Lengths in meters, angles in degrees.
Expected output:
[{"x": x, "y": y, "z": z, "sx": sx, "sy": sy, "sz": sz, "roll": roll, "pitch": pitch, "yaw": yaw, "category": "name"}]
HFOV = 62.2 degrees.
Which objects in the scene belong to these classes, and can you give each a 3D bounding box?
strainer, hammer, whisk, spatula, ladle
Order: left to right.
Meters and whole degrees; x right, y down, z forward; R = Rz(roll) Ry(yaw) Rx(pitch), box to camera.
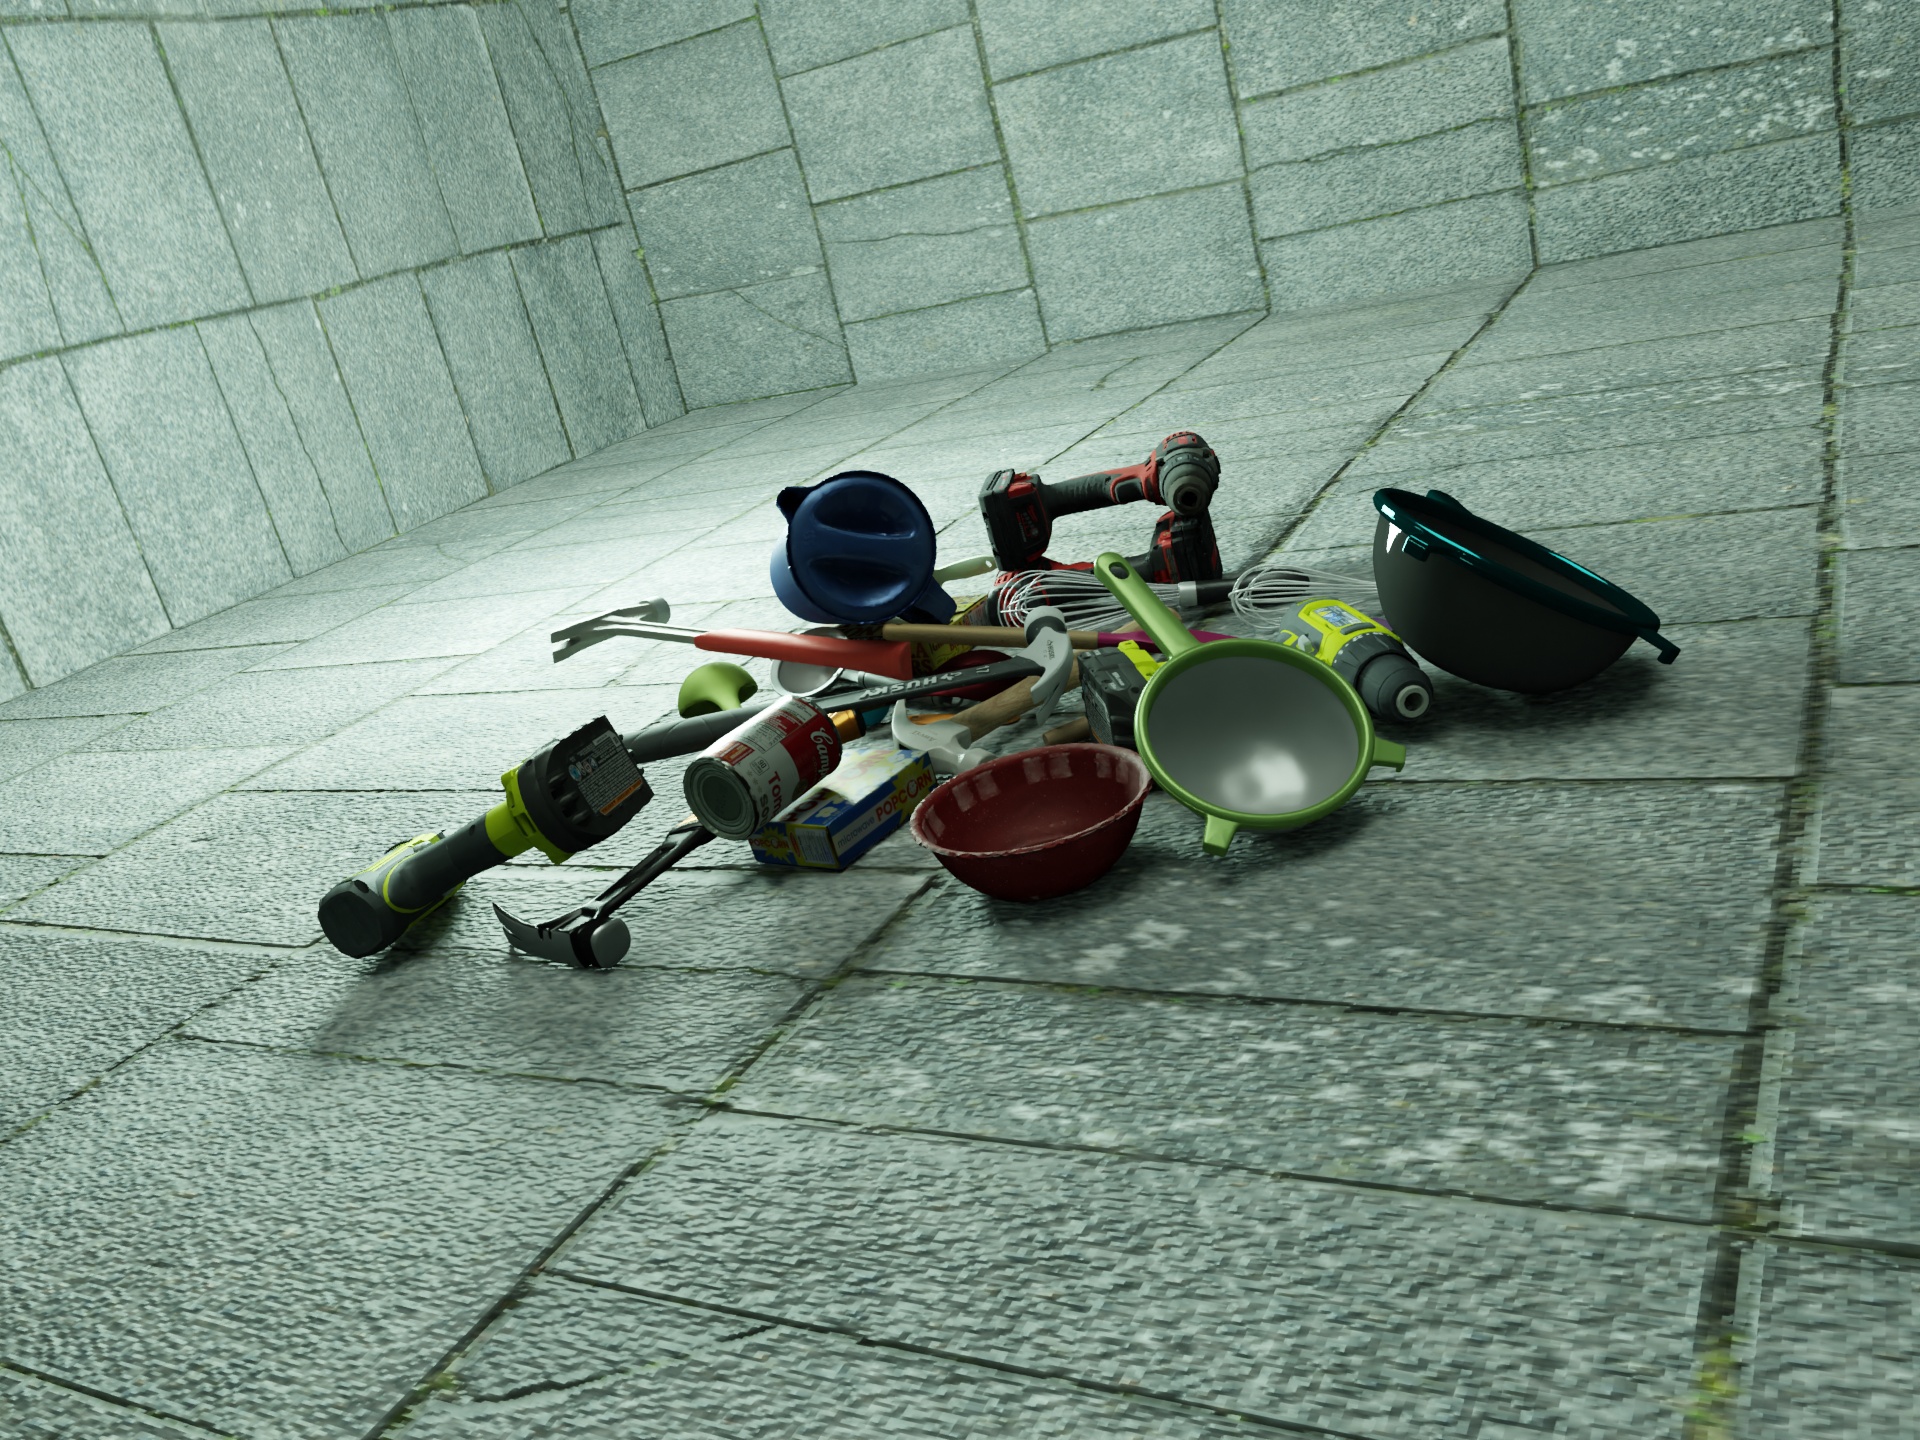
[{"x": -0.191, "y": 0.074, "z": 1.197, "sx": 0.127, "sy": 0.034, "sz": 0.337, "roll": 3, "pitch": 31, "yaw": 40, "category": "hammer"}, {"x": -0.203, "y": -0.070, "z": 1.471, "sx": 0.359, "sy": 0.036, "sz": 0.149, "roll": 8, "pitch": 22, "yaw": 30, "category": "hammer"}, {"x": -0.184, "y": 0.019, "z": 1.390, "sx": 0.078, "sy": 0.062, "sz": 0.320, "roll": -19, "pitch": 27, "yaw": -15, "category": "ladle"}, {"x": -0.112, "y": -0.006, "z": 1.239, "sx": 0.409, "sy": 0.036, "sz": 0.149, "roll": -12, "pitch": 26, "yaw": 5, "category": "hammer"}, {"x": -0.091, "y": -0.013, "z": 1.347, "sx": 0.315, "sy": 0.031, "sz": 0.069, "roll": -14, "pitch": 42, "yaw": -13, "category": "ladle"}, {"x": -0.090, "y": -0.037, "z": 1.463, "sx": 0.259, "sy": 0.050, "sz": 0.087, "roll": 14, "pitch": 62, "yaw": 43, "category": "strainer"}, {"x": 0.073, "y": -0.032, "z": 1.321, "sx": 0.130, "sy": 0.031, "sz": 0.331, "roll": 20, "pitch": 35, "yaw": 38, "category": "hammer"}, {"x": 0.175, "y": -0.111, "z": 1.455, "sx": 0.284, "sy": 0.070, "sz": 0.070, "roll": -5, "pitch": 20, "yaw": 7, "category": "whisk"}, {"x": 0.160, "y": -0.012, "z": 1.057, "sx": 0.151, "sy": 0.069, "sz": 0.257, "roll": -23, "pitch": 53, "yaw": -17, "category": "strainer"}, {"x": 0.210, "y": -0.033, "z": 1.268, "sx": 0.316, "sy": 0.018, "sz": 0.060, "roll": -19, "pitch": 17, "yaw": -14, "category": "spatula"}, {"x": 0.349, "y": -0.110, "z": 1.344, "sx": 0.246, "sy": 0.058, "sz": 0.059, "roll": -2, "pitch": -8, "yaw": 22, "category": "whisk"}, {"x": 0.373, "y": -0.099, "z": 1.178, "sx": 0.211, "sy": 0.095, "sz": 0.340, "roll": 22, "pitch": 19, "yaw": -4, "category": "strainer"}]

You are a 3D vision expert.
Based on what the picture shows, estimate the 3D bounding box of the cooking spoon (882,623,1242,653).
[{"x": 0.090, "y": -0.068, "z": 1.335, "sx": 0.319, "sy": 0.017, "sz": 0.069, "roll": 3, "pitch": 17, "yaw": 11, "category": "cooking spoon"}]

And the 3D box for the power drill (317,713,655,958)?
[{"x": -0.349, "y": 0.085, "z": 1.190, "sx": 0.223, "sy": 0.080, "sz": 0.171, "roll": -28, "pitch": 9, "yaw": 17, "category": "power drill"}]

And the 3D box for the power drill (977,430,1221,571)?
[{"x": 0.136, "y": -0.210, "z": 1.510, "sx": 0.226, "sy": 0.080, "sz": 0.188, "roll": -13, "pitch": 19, "yaw": 11, "category": "power drill"}]

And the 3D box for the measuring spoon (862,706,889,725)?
[{"x": -0.109, "y": -0.003, "z": 1.424, "sx": 0.129, "sy": 0.021, "sz": 0.042, "roll": -7, "pitch": 19, "yaw": 47, "category": "measuring spoon"}]

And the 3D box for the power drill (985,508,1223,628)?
[{"x": 0.139, "y": -0.146, "z": 1.550, "sx": 0.219, "sy": 0.078, "sz": 0.143, "roll": -12, "pitch": 19, "yaw": 16, "category": "power drill"}]

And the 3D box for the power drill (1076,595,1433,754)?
[{"x": 0.213, "y": -0.023, "z": 1.154, "sx": 0.228, "sy": 0.080, "sz": 0.191, "roll": -13, "pitch": 19, "yaw": -4, "category": "power drill"}]

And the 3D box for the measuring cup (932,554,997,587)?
[{"x": -0.028, "y": -0.137, "z": 1.612, "sx": 0.167, "sy": 0.083, "sz": 0.038, "roll": -11, "pitch": 30, "yaw": 43, "category": "measuring cup"}]

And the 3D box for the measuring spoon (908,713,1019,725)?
[{"x": -0.002, "y": -0.004, "z": 1.347, "sx": 0.117, "sy": 0.011, "sz": 0.021, "roll": -1, "pitch": 23, "yaw": 32, "category": "measuring spoon"}]
